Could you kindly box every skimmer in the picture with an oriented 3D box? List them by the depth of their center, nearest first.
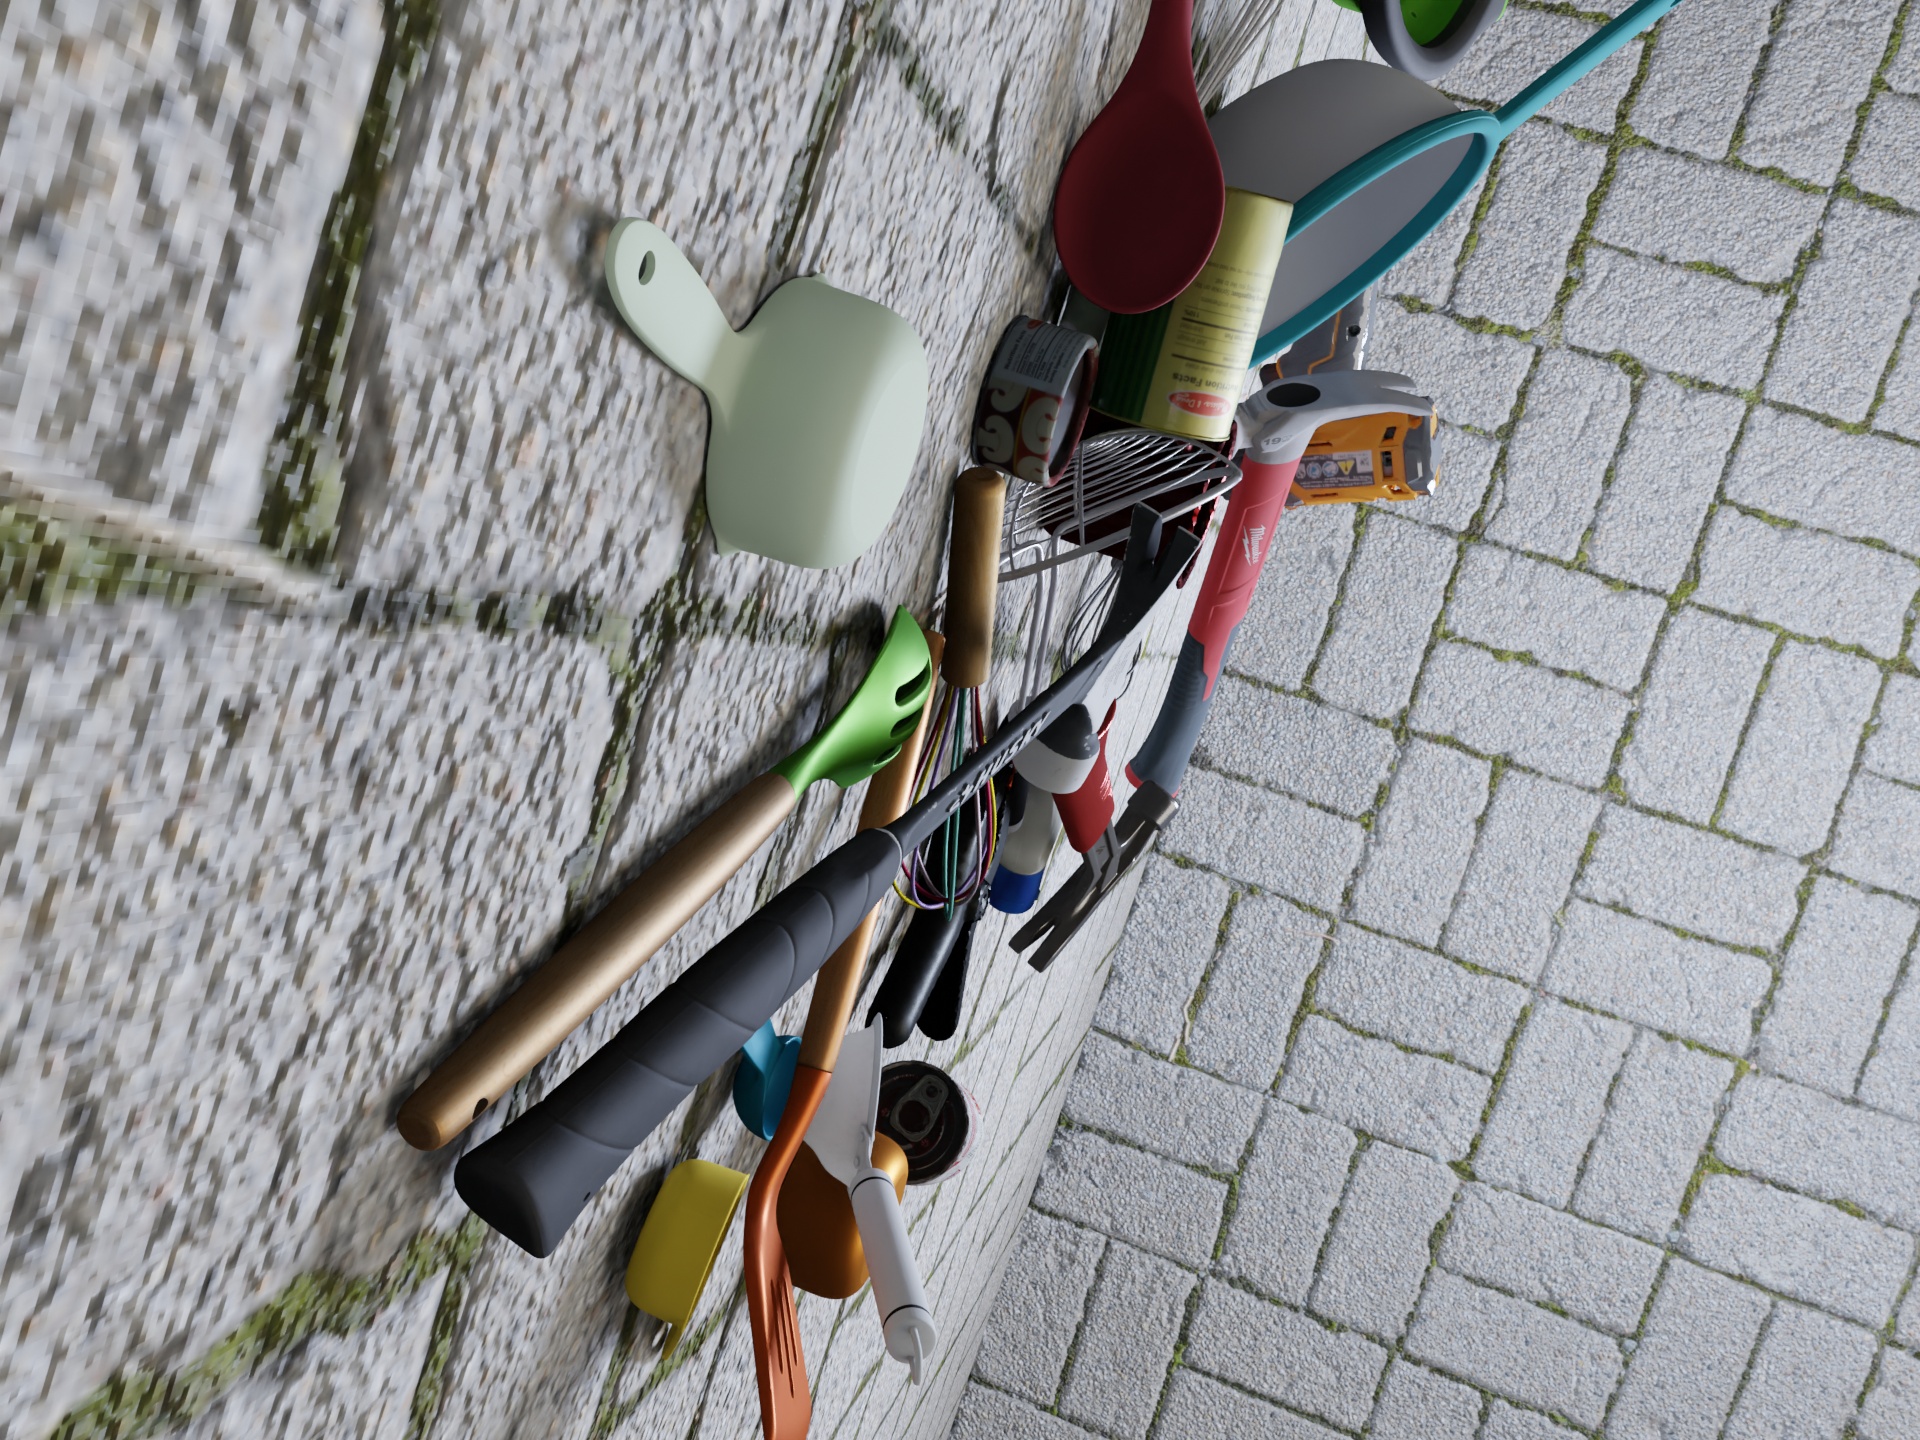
[{"bbox_3d":[0.057,-0.019,0.837,0.127,0.090,0.363,-28,152,-22],"label":"skimmer"}]

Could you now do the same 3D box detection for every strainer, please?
[{"bbox_3d":[-0.040,0.195,0.677,0.259,0.050,0.087,-128,-133,-72],"label":"strainer"},{"bbox_3d":[0.212,-0.303,0.807,0.340,0.095,0.211,-36,173,9],"label":"strainer"}]

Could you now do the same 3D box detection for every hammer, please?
[{"bbox_3d":[-0.019,0.040,0.544,0.409,0.036,0.149,-40,160,-54],"label":"hammer"},{"bbox_3d":[0.067,0.058,0.921,0.149,0.037,0.358,-49,163,-7],"label":"hammer"},{"bbox_3d":[0.182,-0.070,1.039,0.386,0.143,0.038,99,-24,-53],"label":"hammer"}]

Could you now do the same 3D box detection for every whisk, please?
[{"bbox_3d":[-0.003,-0.002,0.716,0.051,0.047,0.244,-75,172,-52],"label":"whisk"},{"bbox_3d":[0.095,-0.266,0.722,0.059,0.058,0.246,20,95,-43],"label":"whisk"},{"bbox_3d":[0.117,-0.105,1.090,0.055,0.055,0.239,92,17,-55],"label":"whisk"}]

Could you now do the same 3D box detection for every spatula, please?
[{"bbox_3d":[-0.042,0.115,0.627,0.081,0.041,0.323,76,27,-72],"label":"spatula"}]

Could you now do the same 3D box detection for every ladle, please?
[{"bbox_3d":[0.083,-0.310,0.585,0.031,0.069,0.315,-55,155,-58],"label":"ladle"}]

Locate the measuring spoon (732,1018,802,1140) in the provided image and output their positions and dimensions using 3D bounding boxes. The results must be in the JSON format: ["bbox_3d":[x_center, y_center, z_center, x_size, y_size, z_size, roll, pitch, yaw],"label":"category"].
[{"bbox_3d":[-0.084,0.118,0.600,0.128,0.021,0.042,79,27,-52],"label":"measuring spoon"}]

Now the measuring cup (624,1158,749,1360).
[{"bbox_3d":[-0.113,0.215,0.612,0.156,0.029,0.062,114,-1,-50],"label":"measuring cup"}]

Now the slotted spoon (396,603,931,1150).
[{"bbox_3d":[-0.069,0.036,0.495,0.314,0.031,0.070,-47,158,-60],"label":"slotted spoon"}]

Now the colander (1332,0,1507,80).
[{"bbox_3d":[0.181,-0.440,0.772,0.397,0.094,0.204,-14,119,-55],"label":"colander"}]

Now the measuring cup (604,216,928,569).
[{"bbox_3d":[-0.042,-0.082,0.389,0.167,0.038,0.083,30,80,-81],"label":"measuring cup"}]

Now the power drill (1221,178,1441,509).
[{"bbox_3d":[0.195,-0.237,0.984,0.084,0.185,0.226,-57,140,-52],"label":"power drill"}]

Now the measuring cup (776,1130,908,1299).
[{"bbox_3d":[-0.063,0.278,0.852,0.173,0.052,0.095,92,21,-51],"label":"measuring cup"}]
